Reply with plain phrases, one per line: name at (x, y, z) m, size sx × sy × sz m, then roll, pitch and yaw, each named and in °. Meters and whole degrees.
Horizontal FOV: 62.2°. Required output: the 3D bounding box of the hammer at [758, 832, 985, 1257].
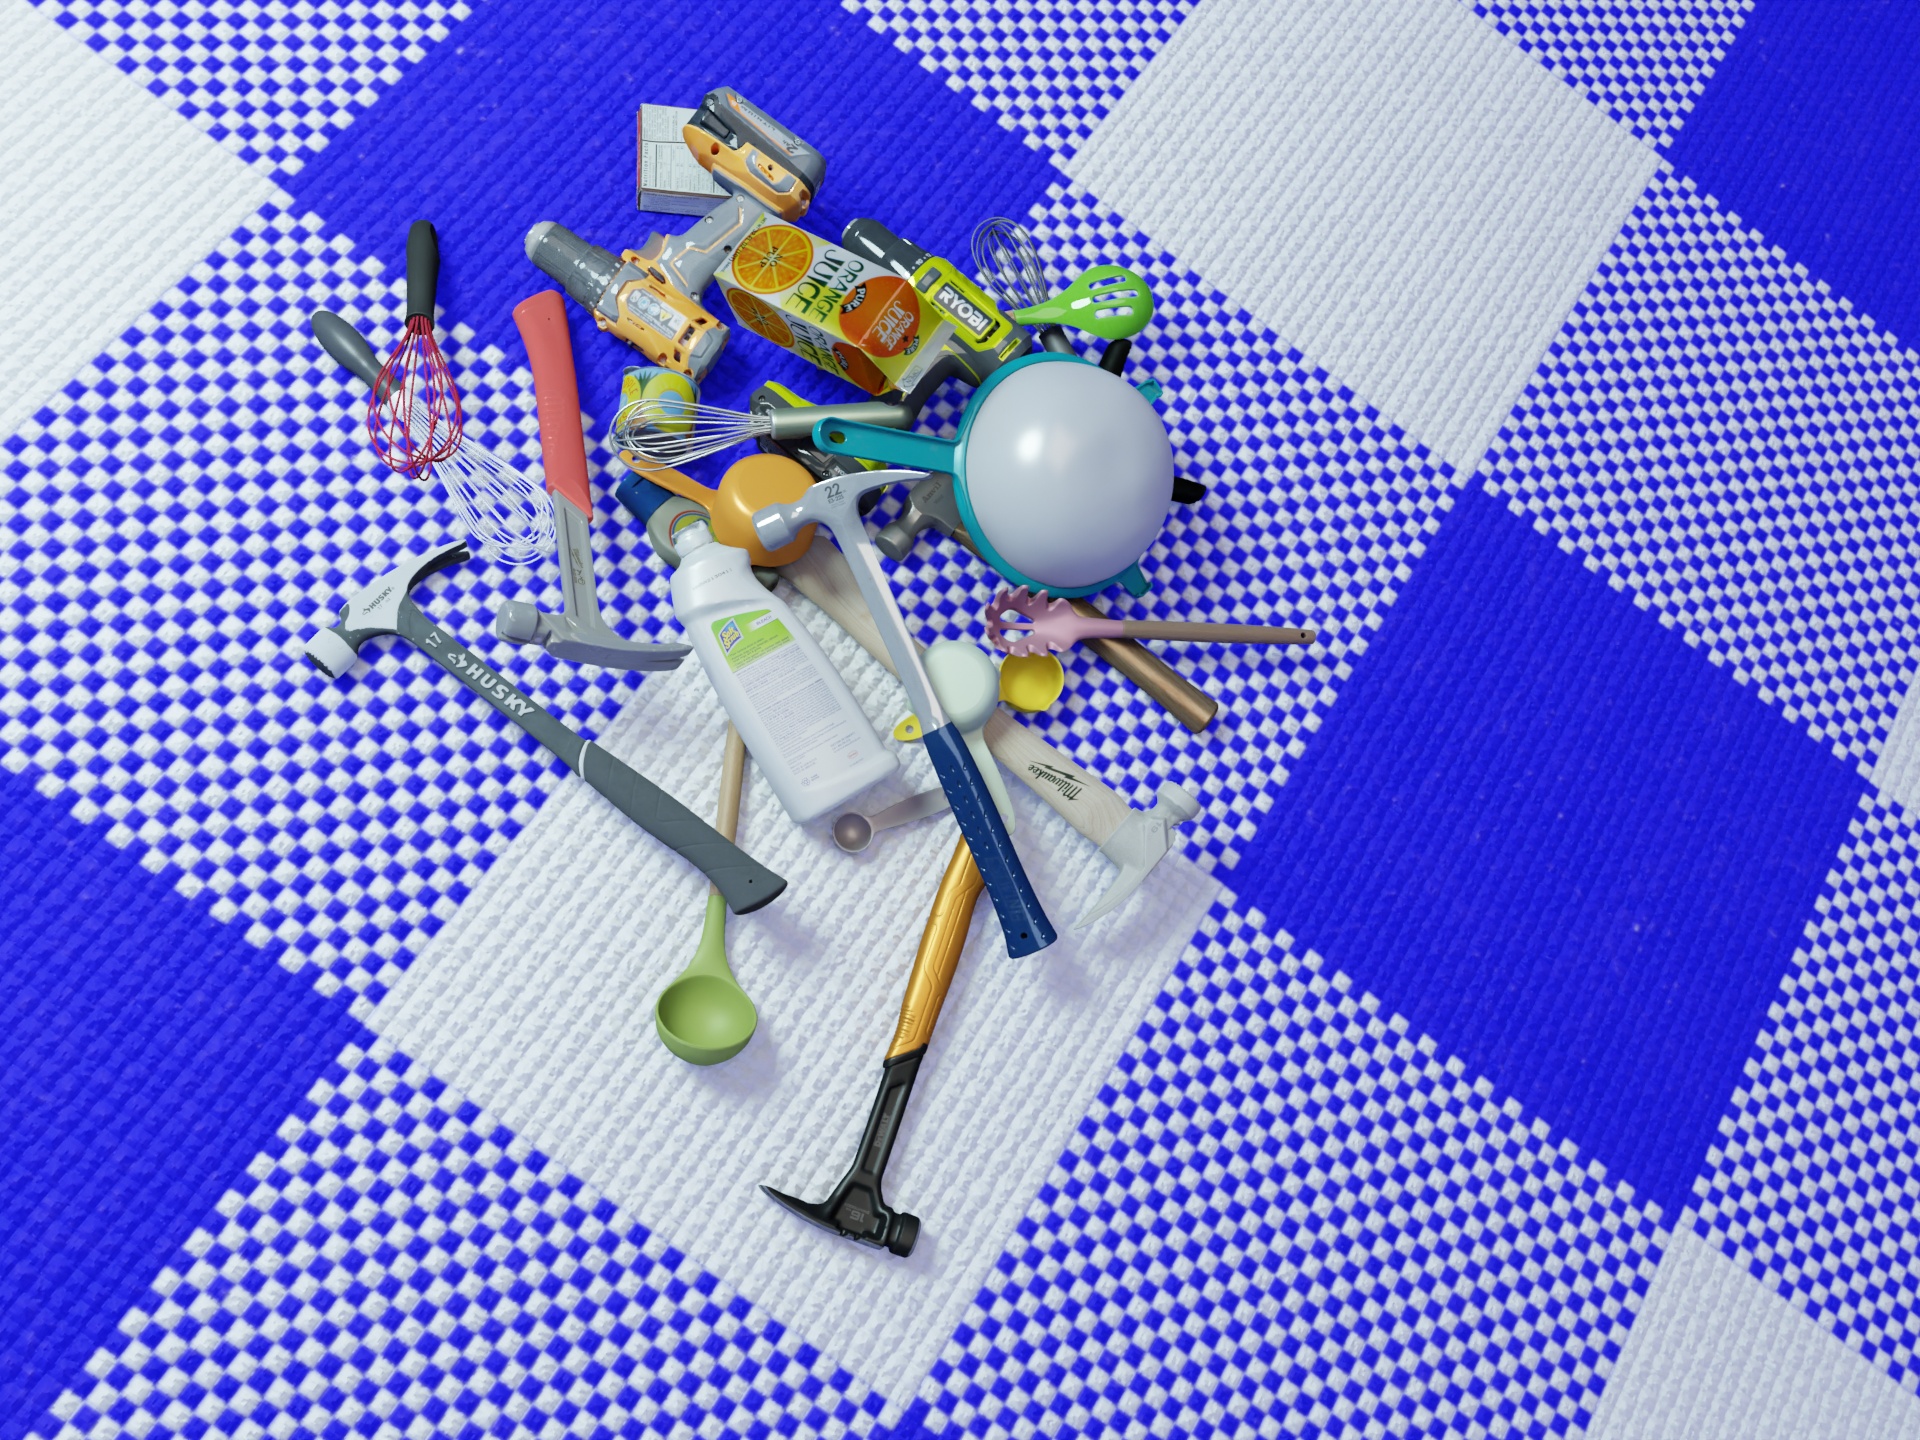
hammer at (-0.044, 0.240, 1.264) m, size 0.127 × 0.034 × 0.337 m, roll 23°, pitch 70°, yaw -8°

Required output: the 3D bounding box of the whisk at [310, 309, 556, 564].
whisk at (-0.431, -0.234, 1.292) m, size 0.284 × 0.070 × 0.070 m, roll 45°, pitch 69°, yaw 6°

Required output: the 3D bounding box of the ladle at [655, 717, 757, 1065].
ladle at (-0.186, 0.111, 1.254) m, size 0.078 × 0.062 × 0.320 m, roll 9°, pitch 70°, yaw -13°

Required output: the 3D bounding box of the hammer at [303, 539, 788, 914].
hammer at (-0.304, 0.015, 1.237) m, size 0.409 × 0.036 × 0.149 m, roll 36°, pitch 67°, yaw 5°

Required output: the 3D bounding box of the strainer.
strainer at (0.050, -0.215, 1.299) m, size 0.340 × 0.095 × 0.211 m, roll 5°, pitch 88°, yaw -30°

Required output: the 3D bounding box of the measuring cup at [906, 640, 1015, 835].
measuring cup at (0.010, 0.013, 1.286) m, size 0.083 × 0.038 × 0.168 m, roll -21°, pitch 79°, yaw -3°

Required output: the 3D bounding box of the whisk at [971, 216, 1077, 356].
whisk at (0.080, -0.356, 1.465) m, size 0.055 × 0.055 × 0.239 m, roll -28°, pitch 87°, yaw -20°

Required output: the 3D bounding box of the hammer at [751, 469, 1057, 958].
hammer at (-0.017, -0.006, 1.254) m, size 0.144 × 0.035 × 0.405 m, roll -24°, pitch 93°, yaw 6°

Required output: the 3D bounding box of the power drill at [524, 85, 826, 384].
power drill at (-0.243, -0.425, 1.358) m, size 0.185 × 0.084 × 0.226 m, roll 34°, pitch 86°, yaw -8°

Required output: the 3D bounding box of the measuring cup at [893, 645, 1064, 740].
measuring cup at (0.014, -0.015, 1.364) m, size 0.156 × 0.029 × 0.062 m, roll -23°, pitch 81°, yaw -8°

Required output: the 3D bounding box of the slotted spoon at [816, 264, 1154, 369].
slotted spoon at (0.024, -0.352, 1.426) m, size 0.313 × 0.031 × 0.070 m, roll -13°, pitch 86°, yaw -4°

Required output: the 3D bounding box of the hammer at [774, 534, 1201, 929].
hammer at (-0.002, -0.004, 1.328) m, size 0.411 × 0.038 × 0.146 m, roll 40°, pitch 81°, yaw 6°

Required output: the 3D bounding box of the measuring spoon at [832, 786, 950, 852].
measuring spoon at (-0.052, 0.080, 1.322) m, size 0.124 × 0.018 × 0.034 m, roll -19°, pitch 78°, yaw -26°

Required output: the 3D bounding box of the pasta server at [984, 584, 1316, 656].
pasta server at (0.167, -0.079, 1.377) m, size 0.316 × 0.040 × 0.060 m, roll 2°, pitch 86°, yaw -16°

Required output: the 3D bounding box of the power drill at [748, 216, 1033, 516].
power drill at (-0.076, -0.306, 1.368) m, size 0.190 × 0.080 × 0.228 m, roll 40°, pitch 80°, yaw 2°

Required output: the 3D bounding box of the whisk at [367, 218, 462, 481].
whisk at (-0.434, -0.304, 1.273) m, size 0.073 × 0.073 × 0.296 m, roll -1°, pitch 54°, yaw -15°

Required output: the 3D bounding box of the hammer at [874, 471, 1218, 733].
hammer at (0.091, -0.104, 1.401) m, size 0.331 × 0.031 × 0.130 m, roll 38°, pitch 69°, yaw -2°

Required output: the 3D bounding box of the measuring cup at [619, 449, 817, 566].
measuring cup at (-0.195, -0.194, 1.302) m, size 0.173 × 0.052 × 0.095 m, roll 25°, pitch 56°, yaw -7°

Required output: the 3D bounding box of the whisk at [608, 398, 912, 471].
whisk at (-0.160, -0.238, 1.288) m, size 0.246 × 0.058 × 0.059 m, roll -6°, pitch 115°, yaw -11°

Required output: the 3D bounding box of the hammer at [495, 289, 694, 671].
hammer at (-0.308, -0.201, 1.277) m, size 0.149 × 0.036 × 0.359 m, roll 9°, pitch 54°, yaw -35°
